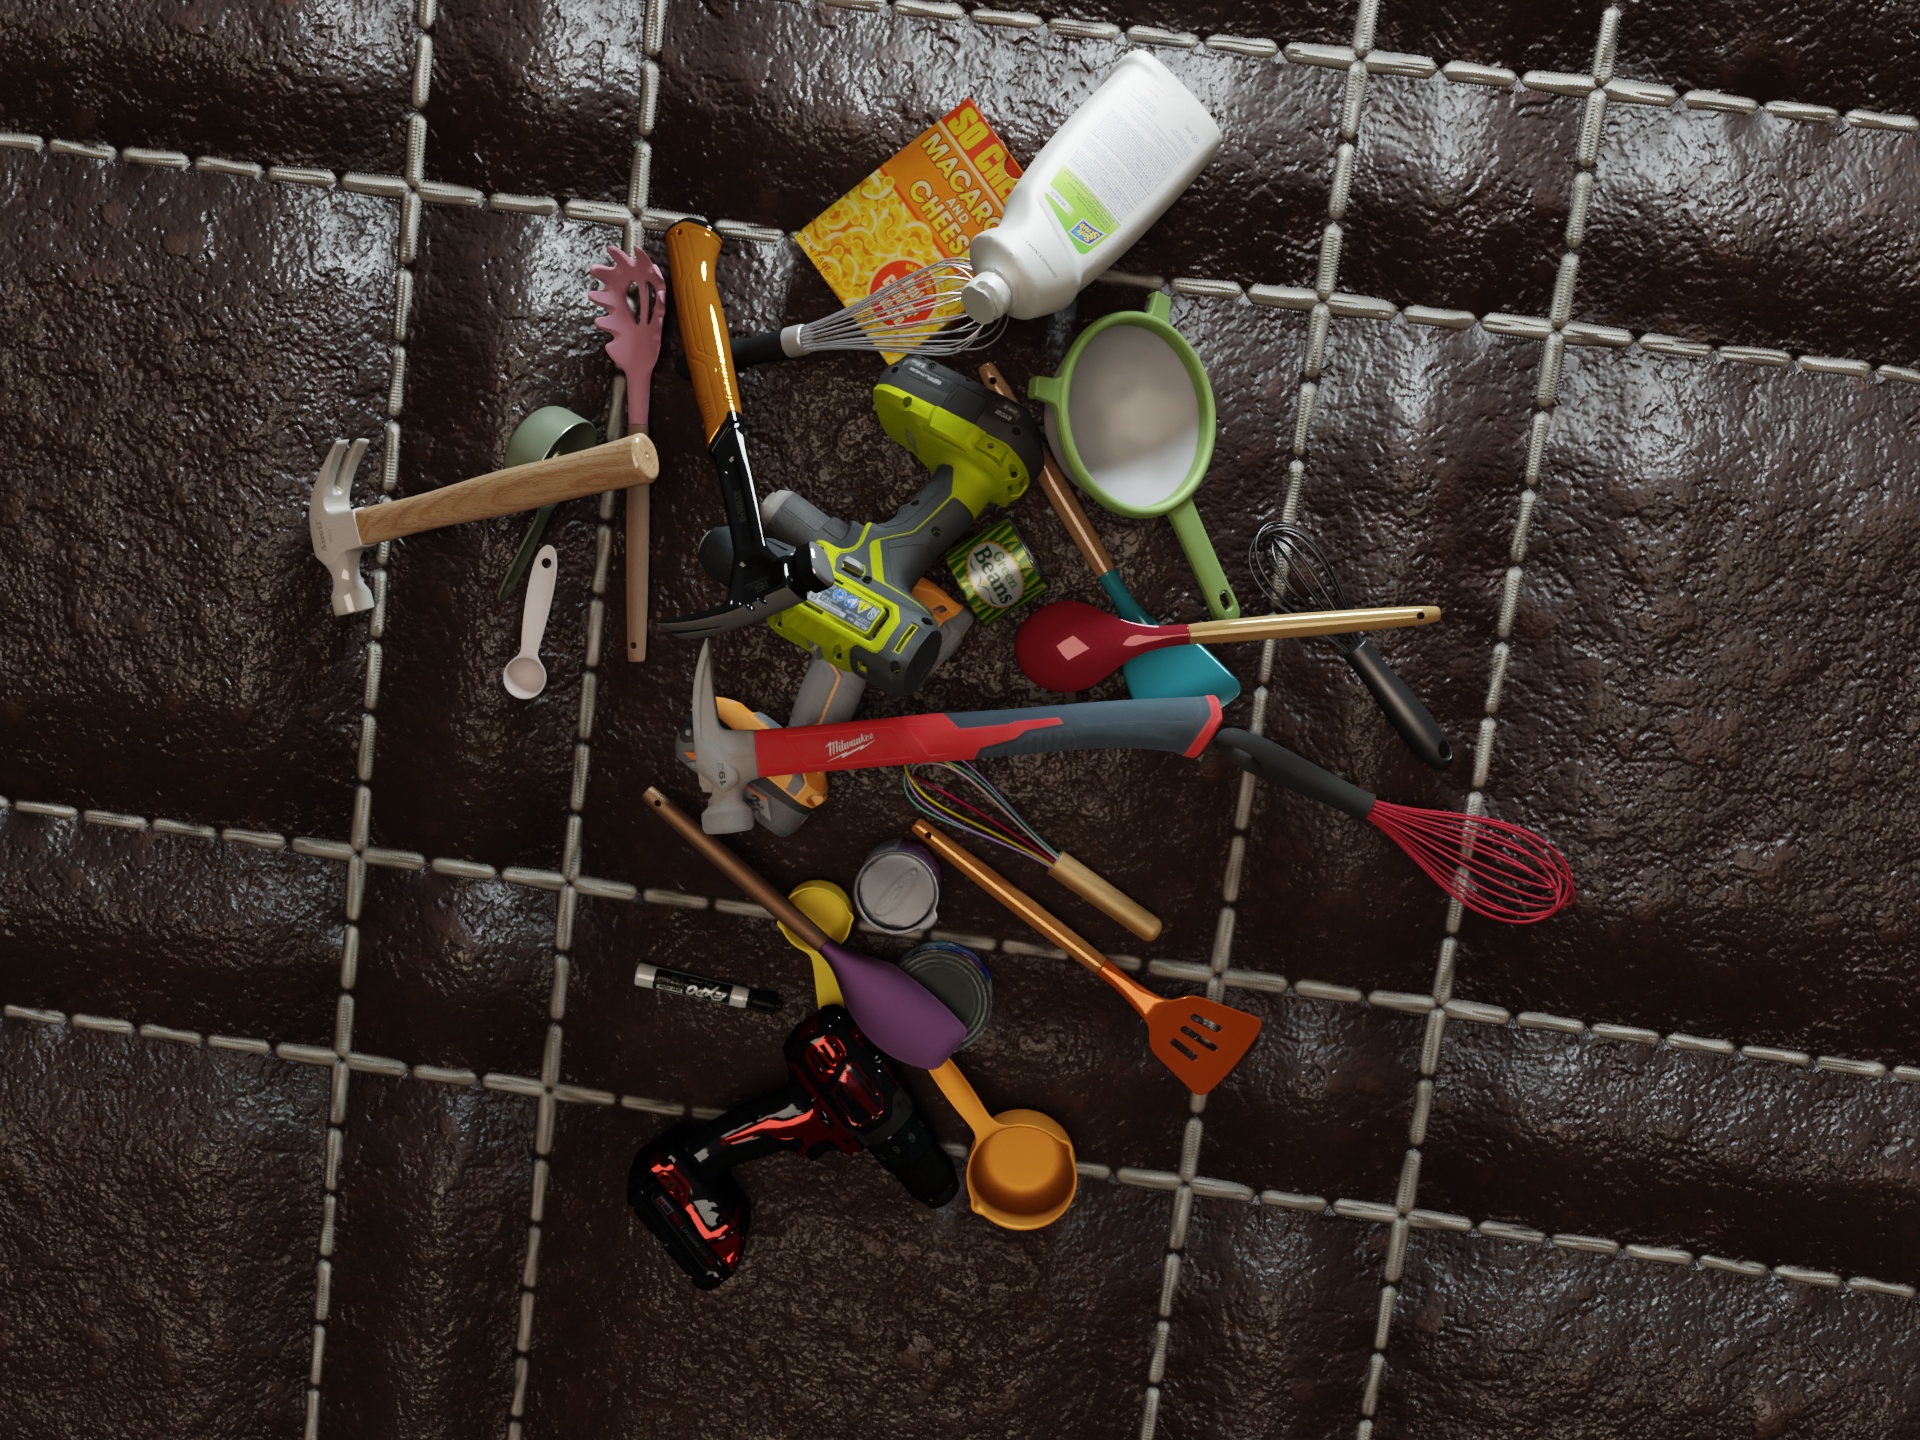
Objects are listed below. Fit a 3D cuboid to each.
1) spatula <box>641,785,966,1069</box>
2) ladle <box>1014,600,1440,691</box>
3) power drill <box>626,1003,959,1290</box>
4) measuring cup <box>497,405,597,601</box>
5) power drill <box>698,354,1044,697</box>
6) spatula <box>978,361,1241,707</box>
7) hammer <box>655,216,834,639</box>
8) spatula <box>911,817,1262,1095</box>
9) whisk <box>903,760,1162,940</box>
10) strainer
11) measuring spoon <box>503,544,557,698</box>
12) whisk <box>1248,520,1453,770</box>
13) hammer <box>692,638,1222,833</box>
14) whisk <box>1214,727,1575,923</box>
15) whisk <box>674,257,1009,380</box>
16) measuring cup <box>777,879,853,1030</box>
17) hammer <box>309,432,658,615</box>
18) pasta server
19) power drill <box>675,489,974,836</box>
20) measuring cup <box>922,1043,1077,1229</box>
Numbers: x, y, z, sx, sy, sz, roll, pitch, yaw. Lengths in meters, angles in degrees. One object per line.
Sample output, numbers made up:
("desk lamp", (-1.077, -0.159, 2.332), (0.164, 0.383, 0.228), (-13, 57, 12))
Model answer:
("spatula", (-0.128, 0.160, 1.244), (0.316, 0.018, 0.060), (41, 91, 0))
("ladle", (0.196, -0.065, 1.185), (0.315, 0.031, 0.069), (-5, 95, 6))
("power drill", (-0.130, 0.357, 1.274), (0.226, 0.080, 0.188), (-35, 100, 4))
("measuring cup", (-0.338, -0.169, 1.234), (0.038, 0.083, 0.167), (34, 113, 7))
("power drill", (-0.062, -0.149, 1.159), (0.191, 0.080, 0.228), (30, 74, 16))
("spatula", (0.100, -0.136, 1.216), (0.082, 0.044, 0.317), (-31, 93, 8))
("hammer", (-0.180, -0.222, 1.152), (0.127, 0.034, 0.337), (-20, 66, 16))
("spatula", (0.093, 0.179, 1.268), (0.322, 0.041, 0.081), (38, 98, 2))
("whisk", (0.055, 0.101, 1.250), (0.245, 0.047, 0.051), (35, 97, -5))
("strainer", (0.138, -0.180, 1.202), (0.151, 0.069, 0.256), (-40, 114, -27))
("measuring spoon", (-0.337, -0.078, 1.267), (0.034, 0.018, 0.124), (11, 91, 2))
("whisk", (0.301, -0.053, 1.214), (0.055, 0.055, 0.239), (-39, 97, 7))
("hammer", (-0.002, -0.004, 1.173), (0.386, 0.038, 0.143), (-5, 90, -3))
("whisk", (0.331, 0.077, 1.222), (0.296, 0.073, 0.073), (26, 98, 6))
("whisk", (-0.093, -0.285, 1.168), (0.284, 0.070, 0.070), (-6, 97, 26))
("measuring cup", (-0.107, 0.201, 1.285), (0.062, 0.029, 0.156), (-6, 109, 7))
("hammer", (-0.363, -0.167, 1.185), (0.331, 0.031, 0.130), (-8, 98, 28))
("pasta server", (-0.253, -0.202, 1.232), (0.060, 0.040, 0.316), (4, 99, 15))
("power drill", (-0.126, -0.048, 1.225), (0.185, 0.084, 0.226), (38, 94, 0))
("measuring cup", (0.025, 0.323, 1.274), (0.095, 0.052, 0.173), (-36, 92, 7))
